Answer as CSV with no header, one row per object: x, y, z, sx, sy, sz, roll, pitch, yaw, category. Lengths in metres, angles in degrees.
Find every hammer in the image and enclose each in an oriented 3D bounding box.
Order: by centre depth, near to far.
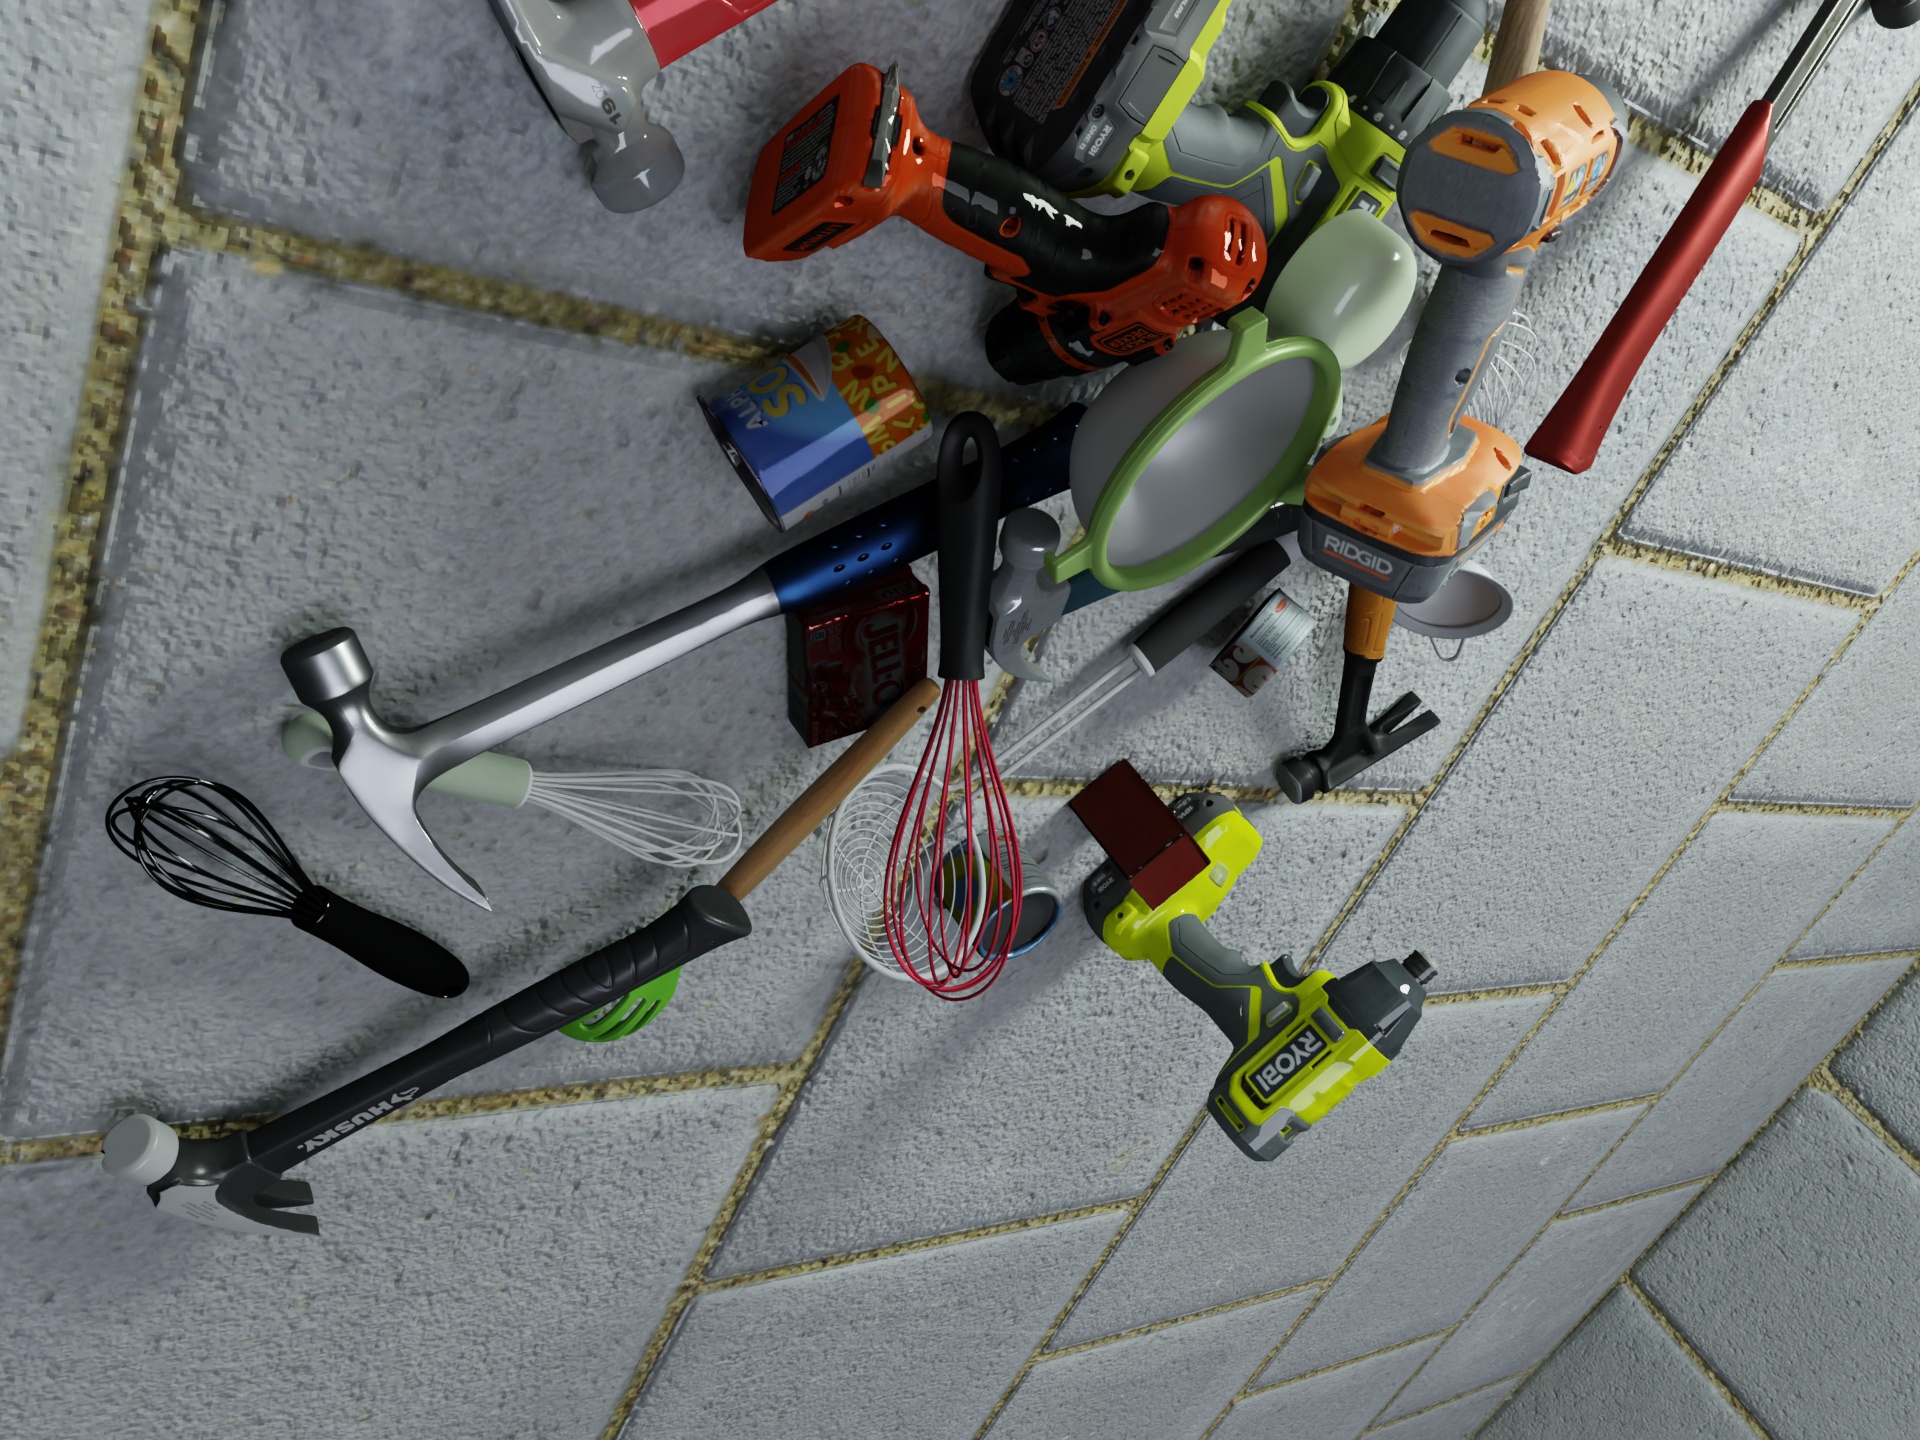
0.000,-0.347,0.594,0.386,0.038,0.143,-33,139,-6,hammer
-0.100,-0.053,0.772,0.405,0.035,0.144,-27,111,-19,hammer
0.274,-0.317,0.796,0.331,0.031,0.130,82,24,-56,hammer
-0.268,0.181,0.863,0.335,0.035,0.146,-27,145,-4,hammer
0.143,-0.106,0.903,0.331,0.033,0.128,-22,152,-30,hammer
0.434,-0.307,0.912,0.149,0.037,0.359,23,101,-48,hammer
0.271,-0.063,1.034,0.127,0.034,0.336,-29,148,-10,hammer

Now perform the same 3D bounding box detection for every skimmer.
0.071,0.008,0.943,0.363,0.090,0.127,-38,111,-4,skimmer

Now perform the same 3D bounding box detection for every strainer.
0.134,-0.140,0.804,0.256,0.069,0.151,-5,139,-55,strainer
0.309,-0.114,1.020,0.258,0.087,0.050,51,46,-60,strainer

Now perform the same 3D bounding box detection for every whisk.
-0.312,0.088,0.771,0.055,0.055,0.238,-38,145,-1,whisk
-0.001,-0.003,0.785,0.073,0.073,0.296,-4,102,-34,whisk
-0.212,0.032,0.791,0.246,0.059,0.057,16,133,-39,whisk
0.308,-0.176,0.943,0.070,0.070,0.284,-45,157,8,whisk

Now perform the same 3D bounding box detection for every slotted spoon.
-0.122,0.086,0.897,0.313,0.031,0.070,-45,140,15,slotted spoon

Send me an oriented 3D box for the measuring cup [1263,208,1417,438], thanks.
0.196,-0.185,0.806,0.083,0.038,0.167,-40,152,-6,measuring cup

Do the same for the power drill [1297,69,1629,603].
0.242,-0.185,0.743,0.164,0.084,0.226,-37,146,-41,power drill

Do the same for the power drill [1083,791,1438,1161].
0.199,0.160,1.079,0.171,0.223,0.080,-43,141,6,power drill

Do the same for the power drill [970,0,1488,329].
0.133,-0.286,0.723,0.228,0.080,0.190,11,121,-46,power drill
